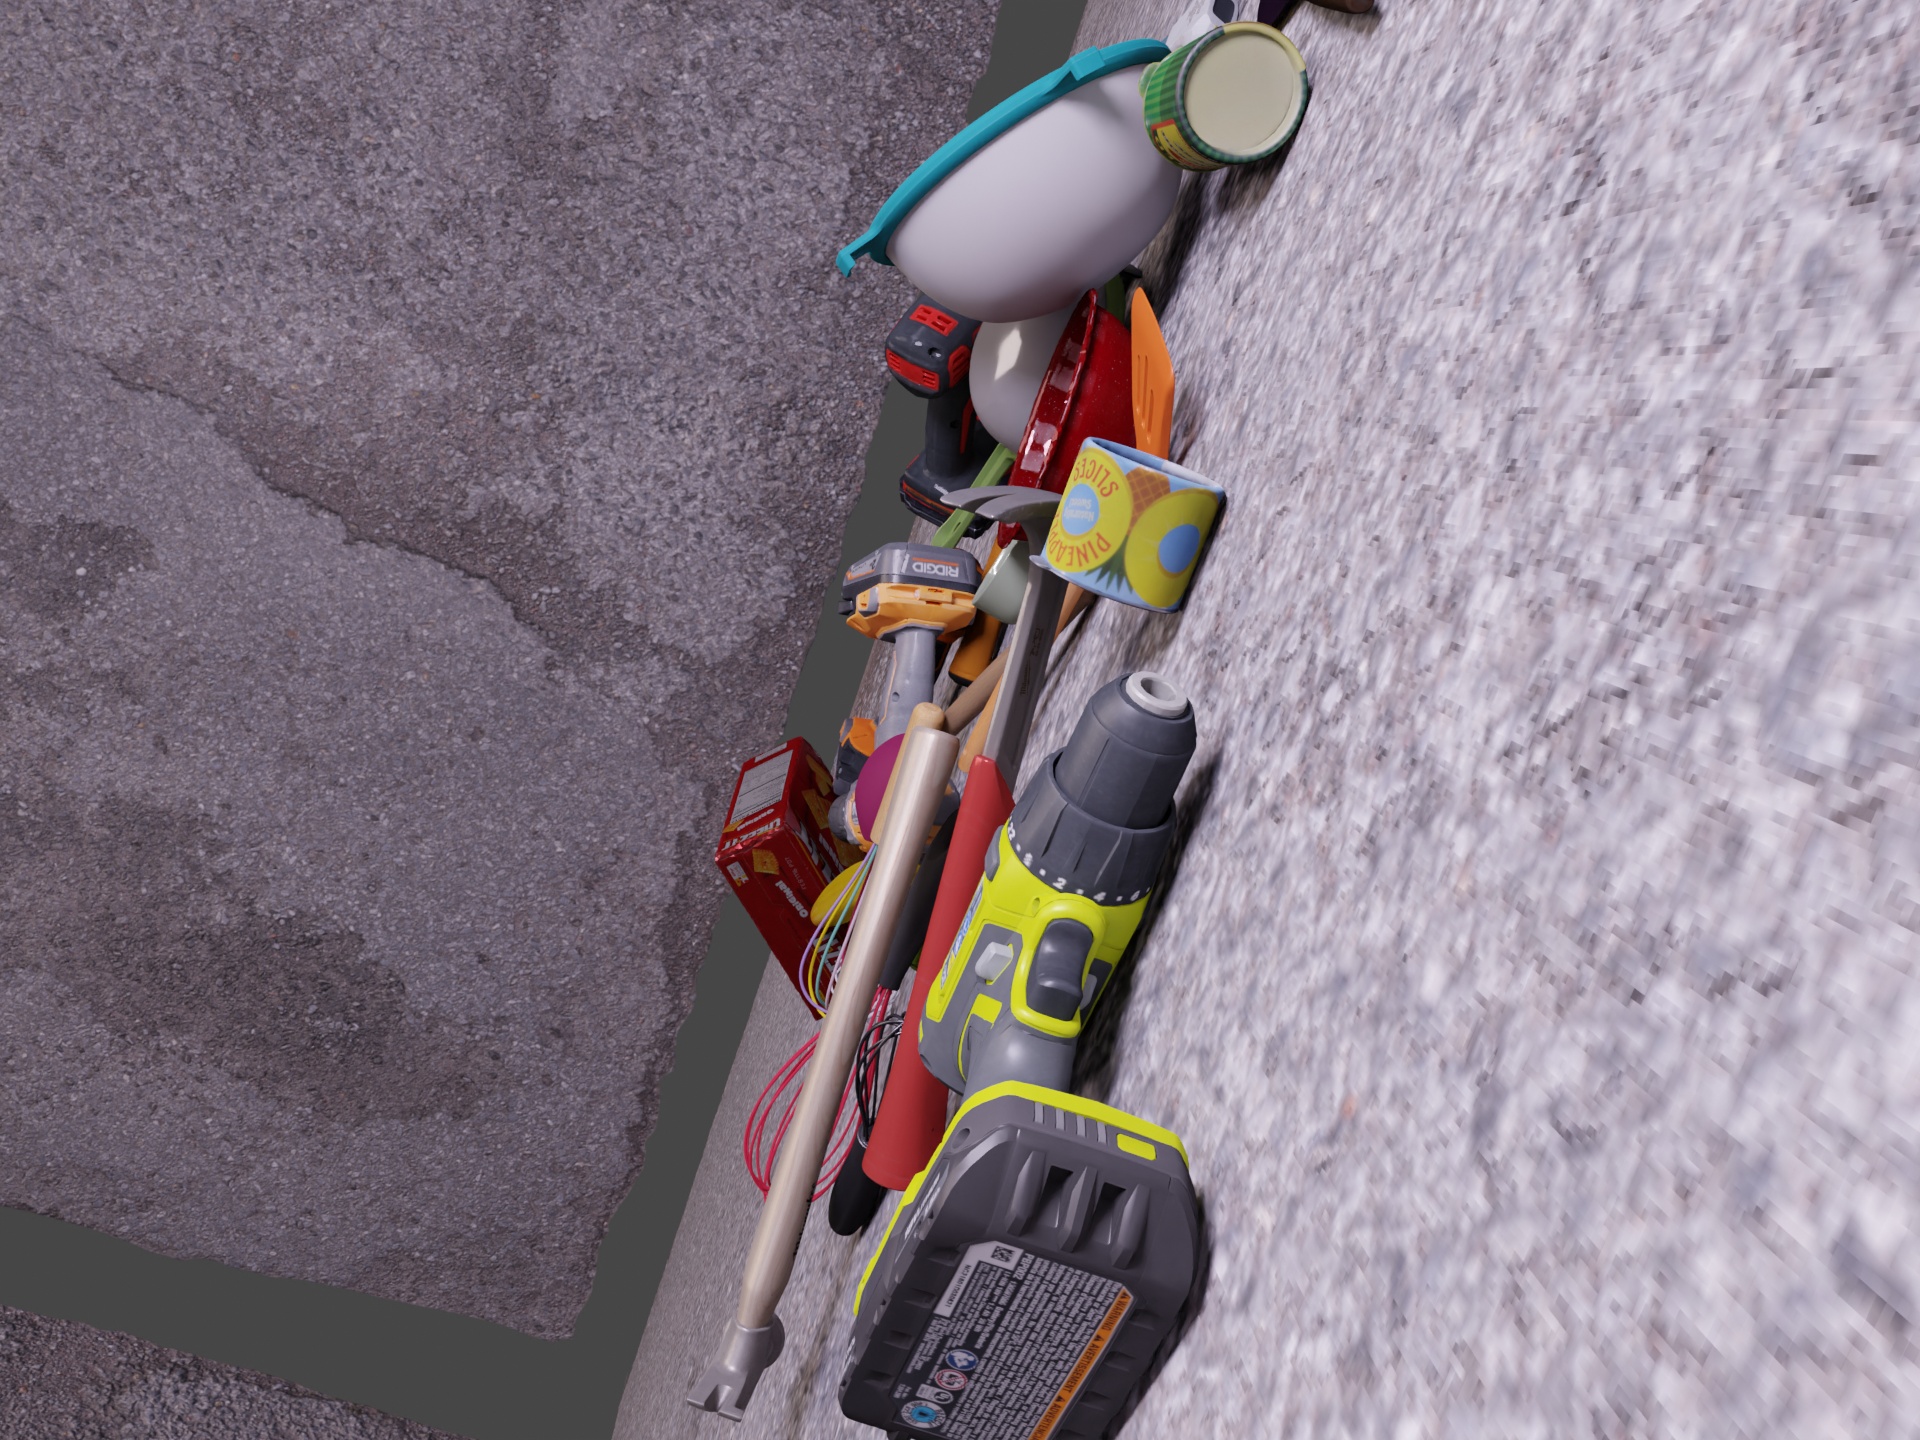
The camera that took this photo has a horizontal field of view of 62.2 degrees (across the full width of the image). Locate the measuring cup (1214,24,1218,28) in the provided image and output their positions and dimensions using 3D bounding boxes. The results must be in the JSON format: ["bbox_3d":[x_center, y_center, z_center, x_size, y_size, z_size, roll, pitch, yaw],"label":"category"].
[{"bbox_3d":[0.159,-0.377,0.977,0.156,0.029,0.062,-43,-31,-80],"label":"measuring cup"}]

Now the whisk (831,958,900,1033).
[{"bbox_3d":[-0.063,0.165,1.236,0.058,0.059,0.246,-31,17,15],"label":"whisk"}]

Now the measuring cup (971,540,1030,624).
[{"bbox_3d":[0.066,-0.133,1.050,0.168,0.038,0.083,-57,5,-20],"label":"measuring cup"}]

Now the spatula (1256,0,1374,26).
[{"bbox_3d":[0.178,-0.377,0.816,0.316,0.018,0.059,-84,13,-63],"label":"spatula"}]

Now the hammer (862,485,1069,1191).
[{"bbox_3d":[0.003,0.065,0.778,0.149,0.037,0.359,-2,-70,-56],"label":"hammer"}]

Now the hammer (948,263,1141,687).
[{"bbox_3d":[0.058,-0.183,1.194,0.127,0.034,0.337,-105,34,-79],"label":"hammer"}]

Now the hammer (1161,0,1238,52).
[{"bbox_3d":[0.088,-0.438,1.187,0.331,0.033,0.128,-20,44,56],"label":"hammer"}]

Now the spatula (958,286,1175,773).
[{"bbox_3d":[0.054,-0.081,0.875,0.081,0.041,0.322,-100,29,-43],"label":"spatula"}]

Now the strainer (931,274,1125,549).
[{"bbox_3d":[0.022,-0.216,1.115,0.256,0.069,0.152,-54,29,38],"label":"strainer"}]

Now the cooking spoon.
[{"bbox_3d":[-0.002,-0.003,1.021,0.318,0.017,0.069,-44,51,49],"label":"cooking spoon"}]

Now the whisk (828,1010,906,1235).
[{"bbox_3d":[-0.047,0.240,0.927,0.055,0.055,0.238,-79,5,-45],"label":"whisk"}]

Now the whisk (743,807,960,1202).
[{"bbox_3d":[-0.060,0.187,1.037,0.296,0.073,0.073,-62,8,3],"label":"whisk"}]

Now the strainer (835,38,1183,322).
[{"bbox_3d":[0.084,-0.319,1.003,0.211,0.095,0.340,-30,1,32],"label":"strainer"}]

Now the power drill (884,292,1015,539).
[{"bbox_3d":[0.020,-0.270,1.223,0.188,0.080,0.226,-52,-20,-24],"label":"power drill"}]

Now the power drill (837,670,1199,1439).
[{"bbox_3d":[0.030,0.106,0.535,0.229,0.080,0.190,-78,9,-57],"label":"power drill"}]

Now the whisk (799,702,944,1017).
[{"bbox_3d":[-0.052,0.100,1.055,0.047,0.051,0.245,49,126,51],"label":"whisk"}]

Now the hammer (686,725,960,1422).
[{"bbox_3d":[-0.075,0.201,0.947,0.146,0.038,0.411,79,-152,-83],"label":"hammer"}]

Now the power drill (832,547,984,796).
[{"bbox_3d":[-0.036,-0.035,1.374,0.164,0.084,0.226,-108,40,-77],"label":"power drill"}]

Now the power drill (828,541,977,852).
[{"bbox_3d":[-0.053,-0.008,1.214,0.185,0.084,0.226,164,110,-67],"label":"power drill"}]
